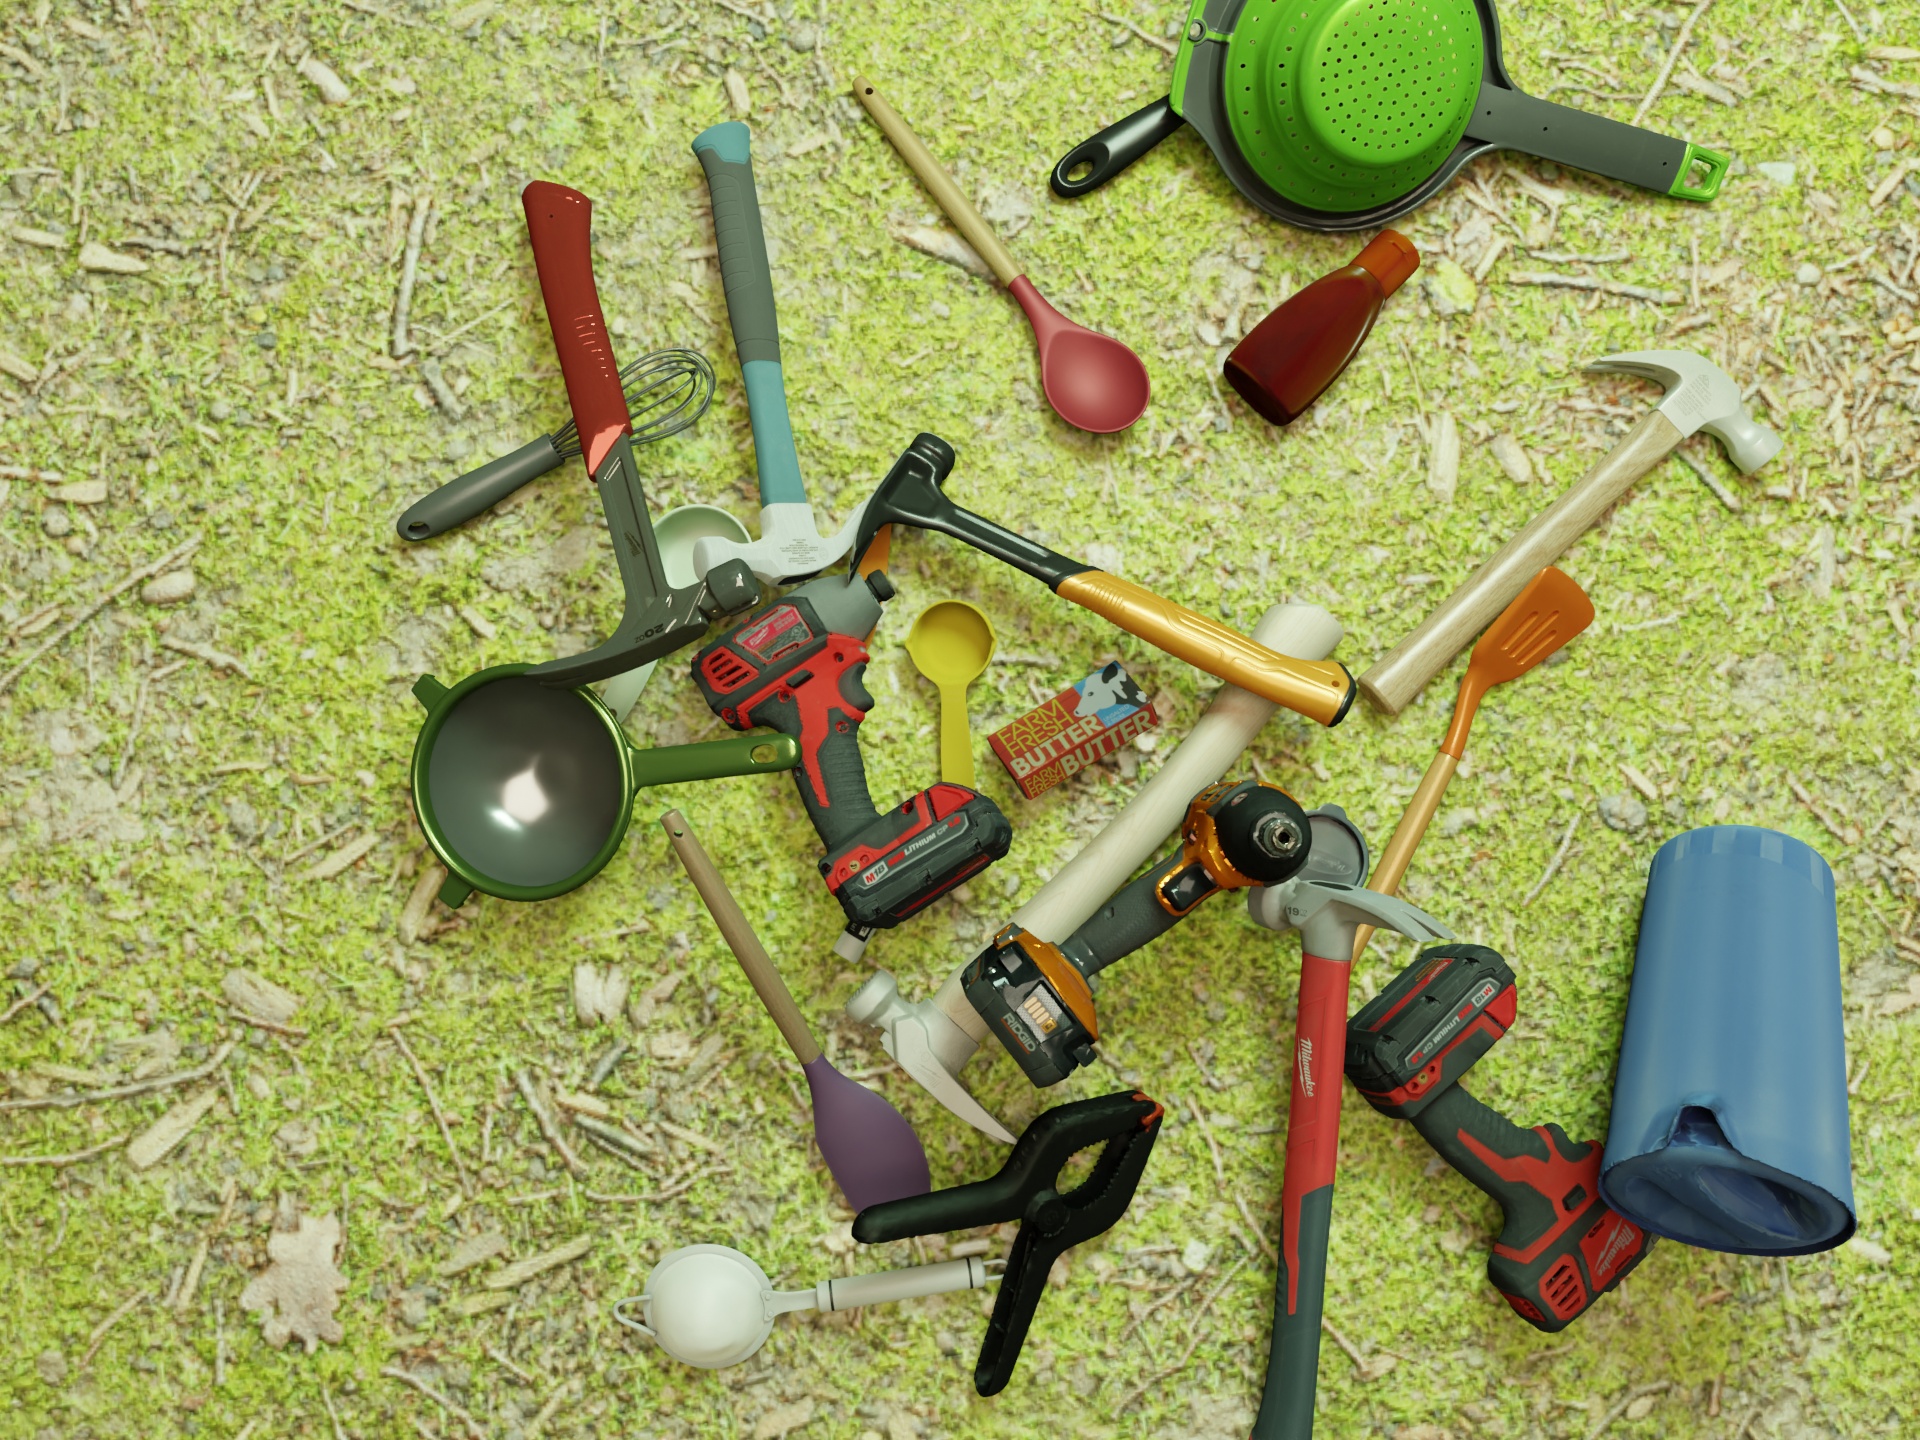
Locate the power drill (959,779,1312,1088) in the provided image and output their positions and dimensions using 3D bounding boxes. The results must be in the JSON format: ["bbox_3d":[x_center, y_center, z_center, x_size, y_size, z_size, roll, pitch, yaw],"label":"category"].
[{"bbox_3d":[0.111,0.117,0.949,0.226,0.164,0.084,-38,89,-4],"label":"power drill"}]

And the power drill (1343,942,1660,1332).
[{"bbox_3d":[0.371,0.249,1.019,0.188,0.080,0.226,-39,90,-12],"label":"power drill"}]

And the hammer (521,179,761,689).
[{"bbox_3d":[-0.240,-0.197,1.021,0.149,0.036,0.359,-22,67,8],"label":"hammer"}]

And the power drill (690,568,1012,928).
[{"bbox_3d":[-0.065,0.012,1.023,0.143,0.078,0.220,-33,75,1],"label":"power drill"}]

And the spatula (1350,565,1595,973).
[{"bbox_3d":[0.319,0.048,1.053,0.081,0.041,0.322,30,87,-42],"label":"spatula"}]

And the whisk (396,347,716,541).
[{"bbox_3d":[-0.272,-0.180,1.068,0.239,0.055,0.055,-28,85,1],"label":"whisk"}]

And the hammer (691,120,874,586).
[{"bbox_3d":[-0.136,-0.249,1.062,0.128,0.033,0.331,-3,76,-32],"label":"hammer"}]

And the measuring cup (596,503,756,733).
[{"bbox_3d":[-0.195,-0.064,1.061,0.083,0.038,0.167,30,89,2],"label":"measuring cup"}]

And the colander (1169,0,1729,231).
[{"bbox_3d":[0.343,-0.404,1.048,0.397,0.095,0.204,12,111,-9],"label":"colander"}]

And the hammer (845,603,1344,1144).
[{"bbox_3d":[0.115,0.088,1.050,0.146,0.038,0.410,43,85,2],"label":"hammer"}]

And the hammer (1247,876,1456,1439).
[{"bbox_3d":[0.224,0.294,0.976,0.038,0.143,0.386,1,95,-32],"label":"hammer"}]

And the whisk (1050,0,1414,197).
[{"bbox_3d":[0.189,-0.448,1.098,0.296,0.073,0.073,-32,86,2],"label":"whisk"}]

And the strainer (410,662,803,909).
[{"bbox_3d":[-0.219,0.031,1.018,0.256,0.069,0.151,-7,92,9],"label":"strainer"}]

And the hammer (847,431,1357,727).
[{"bbox_3d":[0.094,-0.075,1.029,0.337,0.034,0.127,25,54,6],"label":"hammer"}]

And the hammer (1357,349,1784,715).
[{"bbox_3d":[0.397,-0.127,1.080,0.331,0.031,0.130,-42,87,-5],"label":"hammer"}]

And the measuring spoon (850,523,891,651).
[{"bbox_3d":[-0.060,-0.099,1.080,0.021,0.011,0.117,12,88,-1],"label":"measuring spoon"}]

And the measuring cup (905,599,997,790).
[{"bbox_3d":[-0.002,-0.003,1.066,0.062,0.029,0.156,-2,96,9],"label":"measuring cup"}]

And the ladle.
[{"bbox_3d":[0.022,-0.322,1.095,0.069,0.031,0.315,-36,84,-7],"label":"ladle"}]

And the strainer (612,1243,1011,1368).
[{"bbox_3d":[-0.094,0.369,1.016,0.258,0.050,0.087,-7,100,-5],"label":"strainer"}]

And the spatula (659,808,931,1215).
[{"bbox_3d":[-0.105,0.191,1.004,0.060,0.018,0.315,-29,103,-4],"label":"spatula"}]
